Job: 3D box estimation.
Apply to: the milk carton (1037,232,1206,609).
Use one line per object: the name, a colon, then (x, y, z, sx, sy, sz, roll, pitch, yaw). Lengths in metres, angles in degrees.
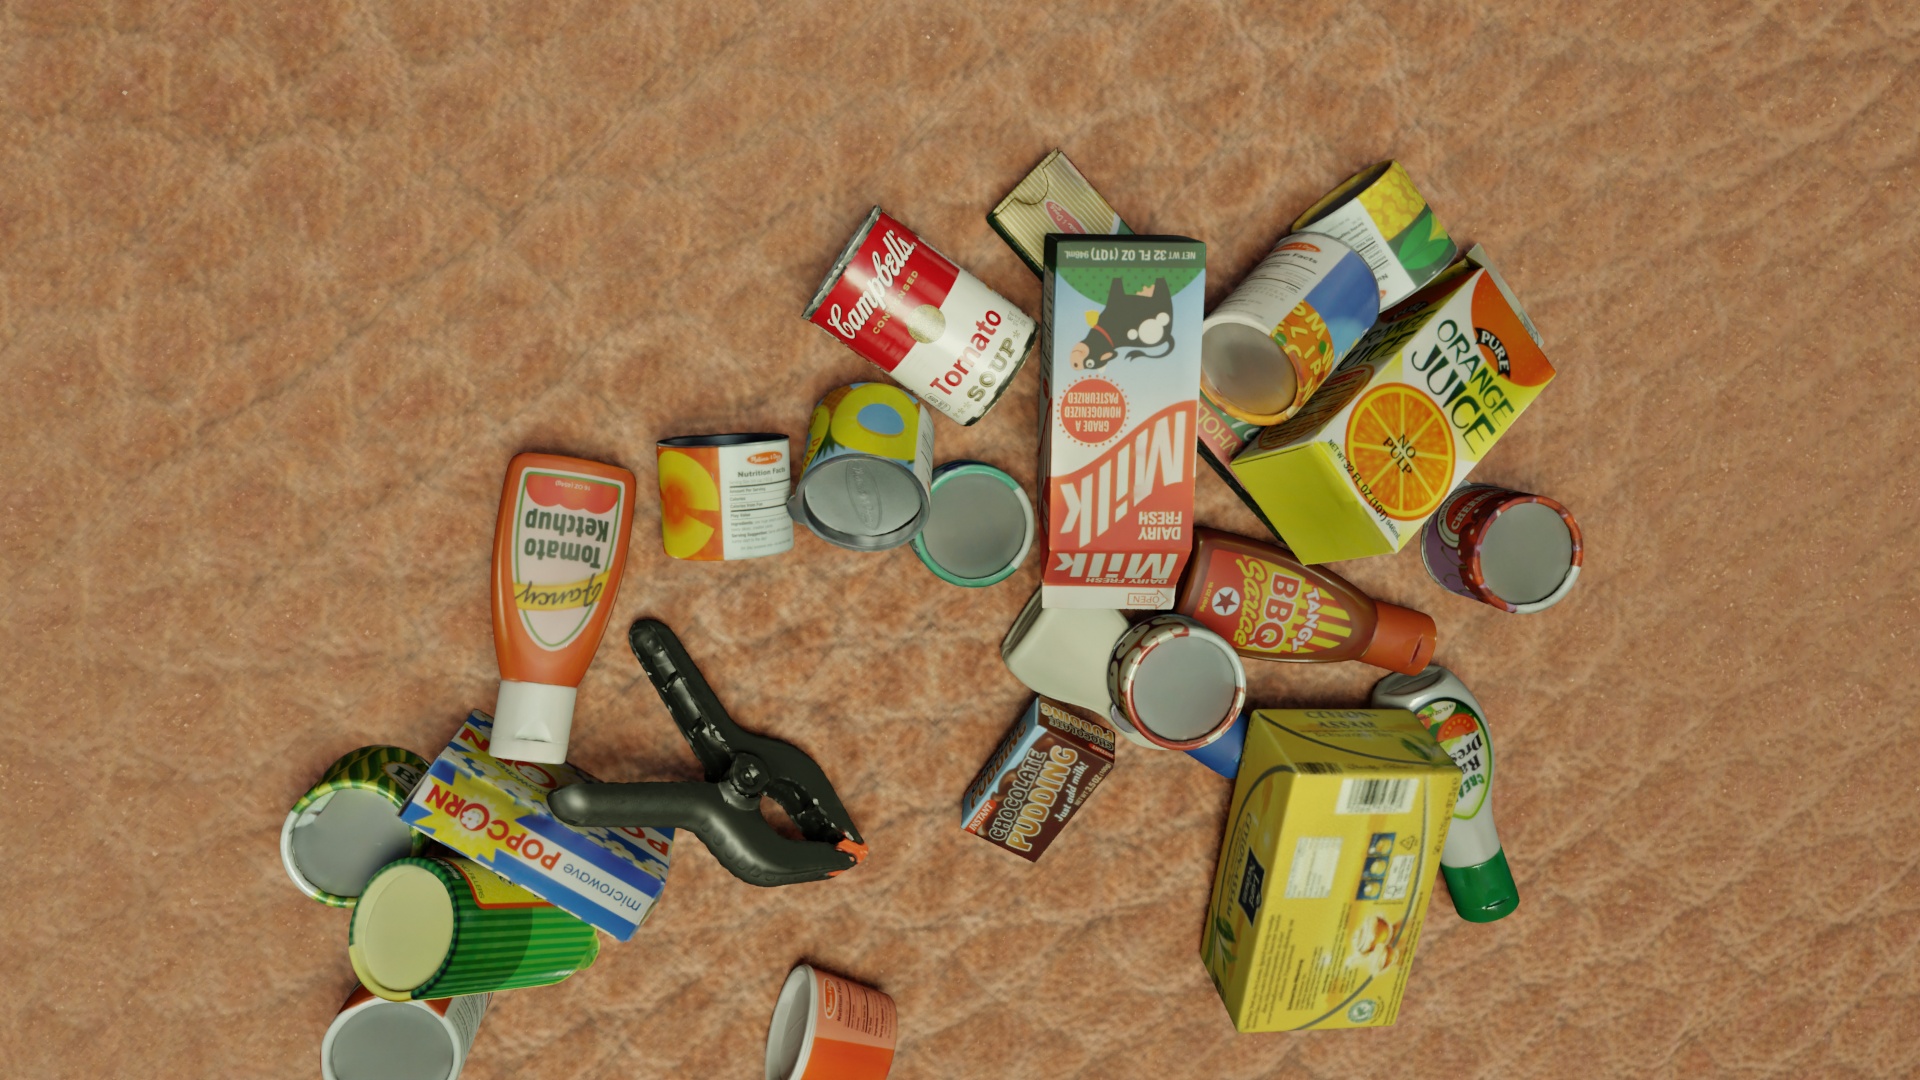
milk carton: (0.077, -0.056, 0.696, 0.072, 0.073, 0.190, 1, 105, -2)

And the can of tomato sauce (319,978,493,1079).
can of tomato sauce: (-0.279, 0.241, 0.700, 0.071, 0.083, 0.071, -1, 98, -8)

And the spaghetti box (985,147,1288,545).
spaghetti box: (0.116, -0.098, 0.744, 0.050, 0.029, 0.250, -44, 101, -1)

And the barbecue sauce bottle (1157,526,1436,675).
barbecue sauce bottle: (0.187, 0.040, 0.766, 0.148, 0.044, 0.064, 15, 102, -11)

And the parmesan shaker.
parmesan shaker: (-0.233, 0.189, 0.679, 0.071, 0.103, 0.071, -5, 76, 21)

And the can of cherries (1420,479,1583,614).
can of cherries: (0.298, 0.002, 0.770, 0.071, 0.058, 0.071, -1, 98, -9)

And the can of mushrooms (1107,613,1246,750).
can of mushrooms: (0.111, 0.075, 0.721, 0.071, 0.033, 0.071, -2, 99, -11)

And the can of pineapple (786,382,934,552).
can of pineapple: (-0.049, -0.037, 0.699, 0.071, 0.058, 0.070, 1, 135, 1)

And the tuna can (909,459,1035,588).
tuna can: (0.003, -0.009, 0.736, 0.071, 0.033, 0.071, -1, 98, -9)

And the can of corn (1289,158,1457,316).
can of corn: (0.218, -0.160, 0.734, 0.071, 0.071, 0.058, -39, 101, -2)

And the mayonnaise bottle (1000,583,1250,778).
mayonnaise bottle: (0.097, 0.079, 0.759, 0.148, 0.041, 0.064, 33, 95, -13)

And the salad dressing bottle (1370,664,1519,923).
salad dressing bottle: (0.280, 0.146, 0.794, 0.064, 0.044, 0.147, -23, 101, -2)

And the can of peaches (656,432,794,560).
can of peaches: (-0.119, -0.023, 0.701, 0.071, 0.071, 0.058, -4, 99, -8)

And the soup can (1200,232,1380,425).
soup can: (0.166, -0.105, 0.707, 0.084, 0.071, 0.071, -45, 104, -32)

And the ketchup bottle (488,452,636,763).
ketchup bottle: (-0.202, 0.034, 0.686, 0.065, 0.043, 0.149, 10, 81, -20)

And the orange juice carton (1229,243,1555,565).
orange juice carton: (0.238, -0.076, 0.728, 0.193, 0.073, 0.071, -43, 102, -22)

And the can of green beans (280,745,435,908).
can of green beans: (-0.298, 0.143, 0.697, 0.071, 0.058, 0.071, -1, 98, -9)

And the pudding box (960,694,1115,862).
pudding box: (0.041, 0.128, 0.747, 0.049, 0.030, 0.083, 29, 117, -10)

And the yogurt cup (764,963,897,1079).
yogurt cup: (-0.069, 0.267, 0.748, 0.054, 0.072, 0.072, 18, 95, -19)

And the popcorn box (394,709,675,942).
popcorn box: (-0.207, 0.142, 0.697, 0.126, 0.085, 0.038, 33, 93, -11)
